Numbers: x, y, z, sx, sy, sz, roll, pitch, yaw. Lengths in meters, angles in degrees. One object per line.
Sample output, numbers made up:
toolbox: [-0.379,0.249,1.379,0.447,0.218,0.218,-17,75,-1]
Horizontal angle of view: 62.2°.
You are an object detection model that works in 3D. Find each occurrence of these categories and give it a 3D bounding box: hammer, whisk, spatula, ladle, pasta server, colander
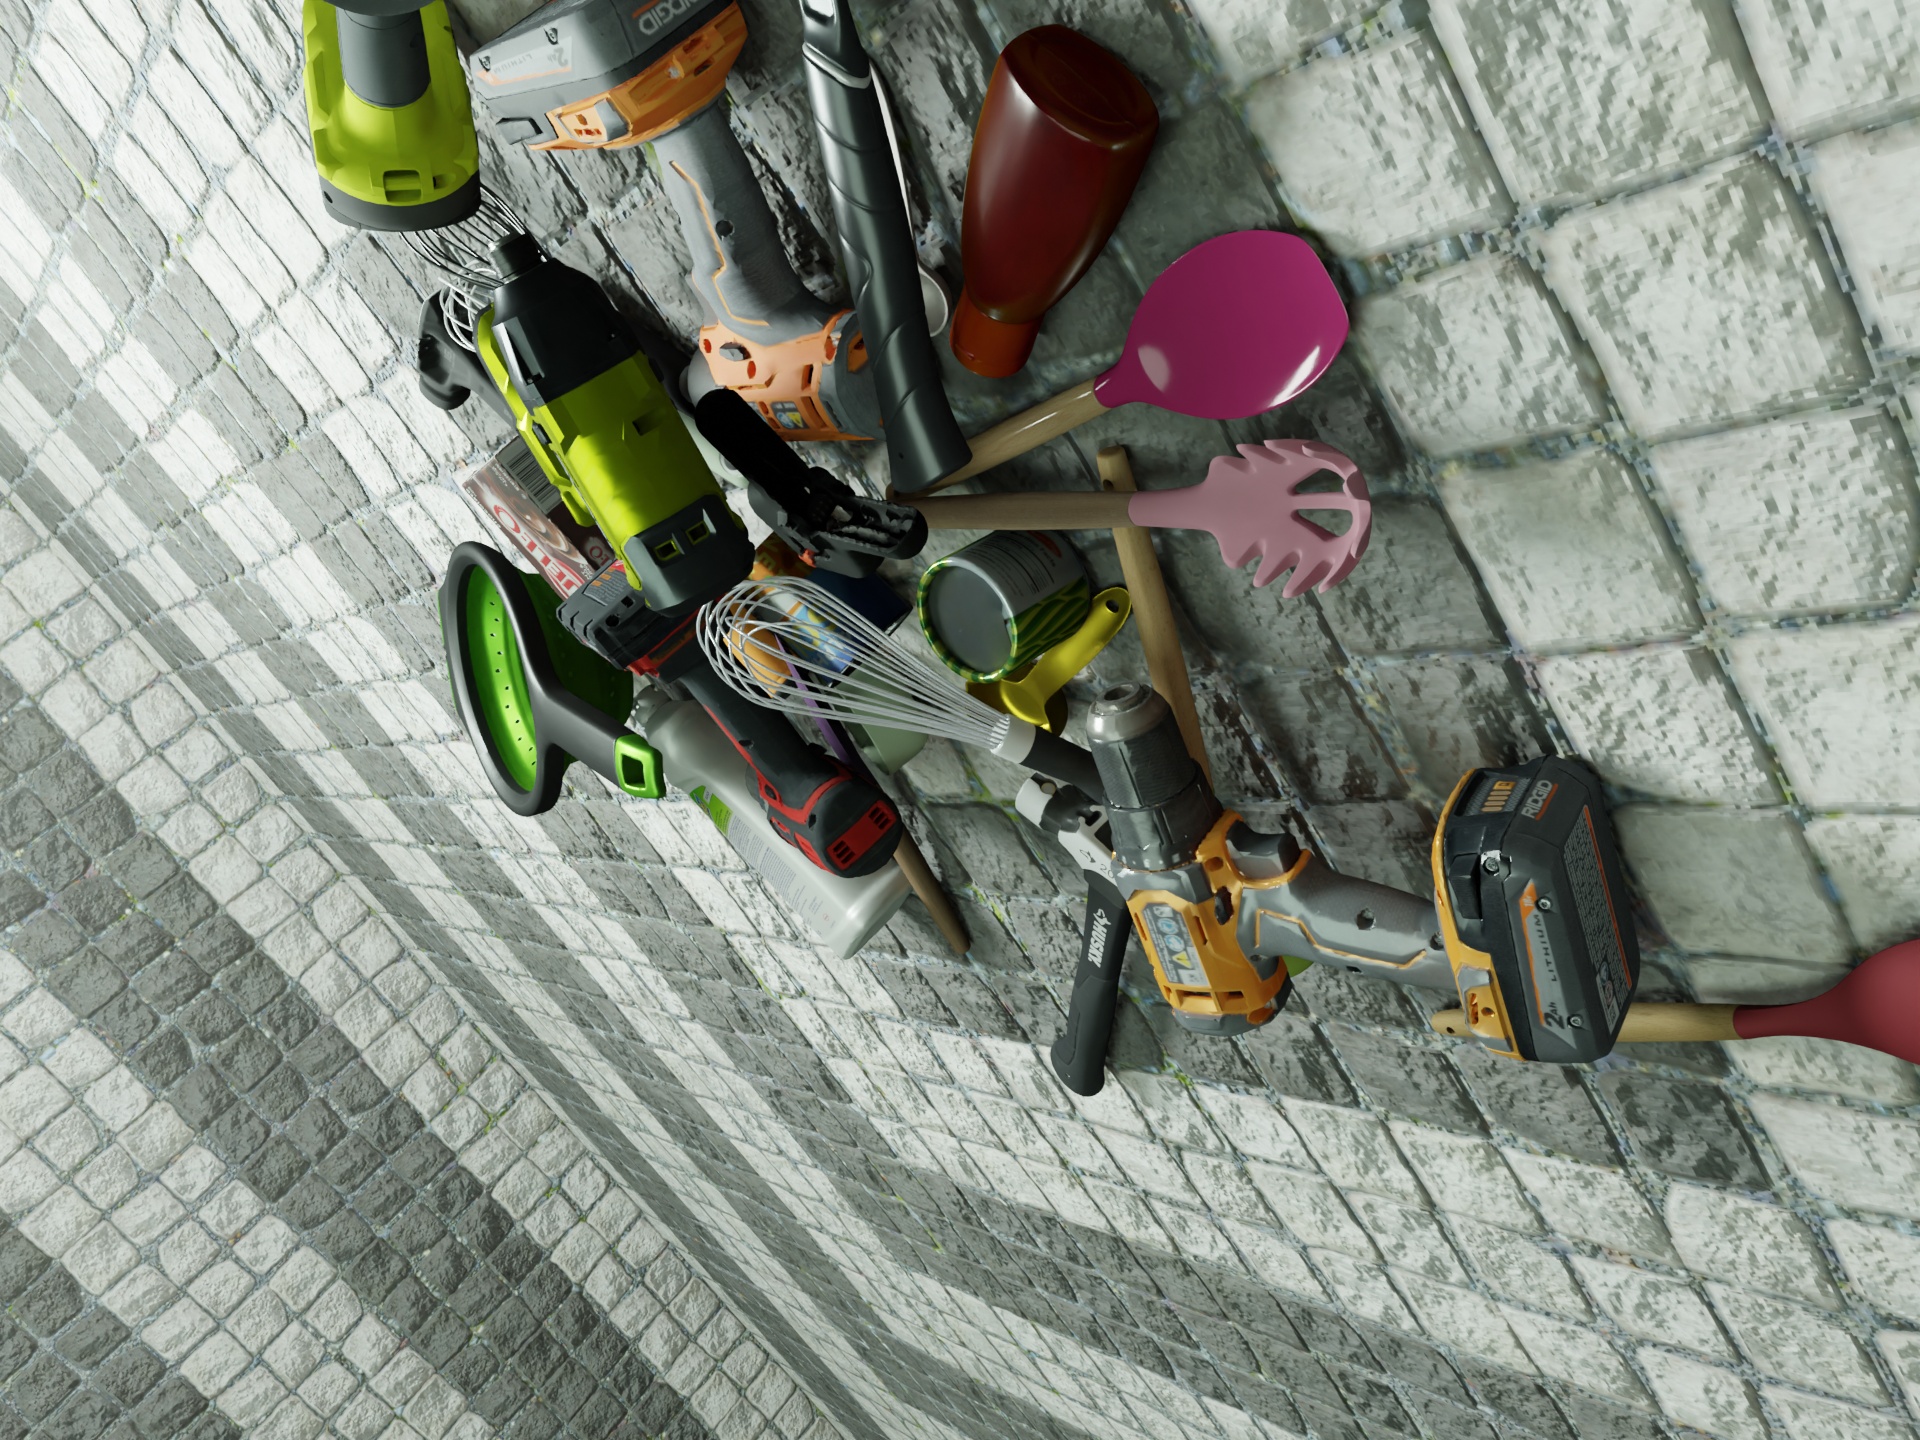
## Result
hammer: [-0.225,-0.141,1.036,0.337,0.034,0.127,44,153,0]
whisk: [-0.222,-0.235,0.899,0.239,0.055,0.055,36,151,7]
whisk: [-0.211,-0.202,0.934,0.246,0.058,0.059,33,-176,14]
whisk: [-0.001,-0.003,0.816,0.284,0.070,0.070,23,157,-19]
spatula: [-0.054,0.059,1.073,0.060,0.018,0.315,55,174,50]
ladle: [0.322,0.131,0.701,0.069,0.031,0.315,50,153,-10]
hammer: [-0.056,-0.269,0.600,0.149,0.036,0.408,21,137,40]
hammer: [0.093,0.167,1.025,0.146,0.035,0.334,38,152,23]
ladle: [0.120,0.006,0.791,0.078,0.062,0.319,15,133,46]
pasta server: [0.054,-0.092,0.702,0.316,0.040,0.060,8,113,49]
colander: [-0.259,-0.019,1.111,0.397,0.094,0.204,22,121,53]

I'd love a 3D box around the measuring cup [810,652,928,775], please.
measuring cup: [-0.075,-0.042,0.981,0.168,0.038,0.083,54,170,19]

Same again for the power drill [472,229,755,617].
power drill: [-0.175,-0.152,0.763,0.171,0.080,0.223,62,172,-22]

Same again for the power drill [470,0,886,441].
power drill: [-0.124,-0.228,0.746,0.164,0.084,0.226,9,140,47]

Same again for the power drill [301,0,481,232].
power drill: [-0.268,-0.354,0.720,0.228,0.080,0.191,125,134,-65]

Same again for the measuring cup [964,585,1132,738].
measuring cup: [0.054,-0.032,0.842,0.062,0.029,0.156,42,140,1]

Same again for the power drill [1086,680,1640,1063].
power drill: [0.166,0.063,0.713,0.226,0.084,0.185,-3,120,40]

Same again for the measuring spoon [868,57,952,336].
measuring spoon: [-0.026,-0.227,0.692,0.034,0.018,0.124,7,129,29]

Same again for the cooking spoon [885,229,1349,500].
cooking spoon: [0.049,-0.138,0.702,0.319,0.017,0.068,-13,112,57]

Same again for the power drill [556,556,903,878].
power drill: [-0.140,-0.007,0.976,0.226,0.080,0.188,51,168,-24]
